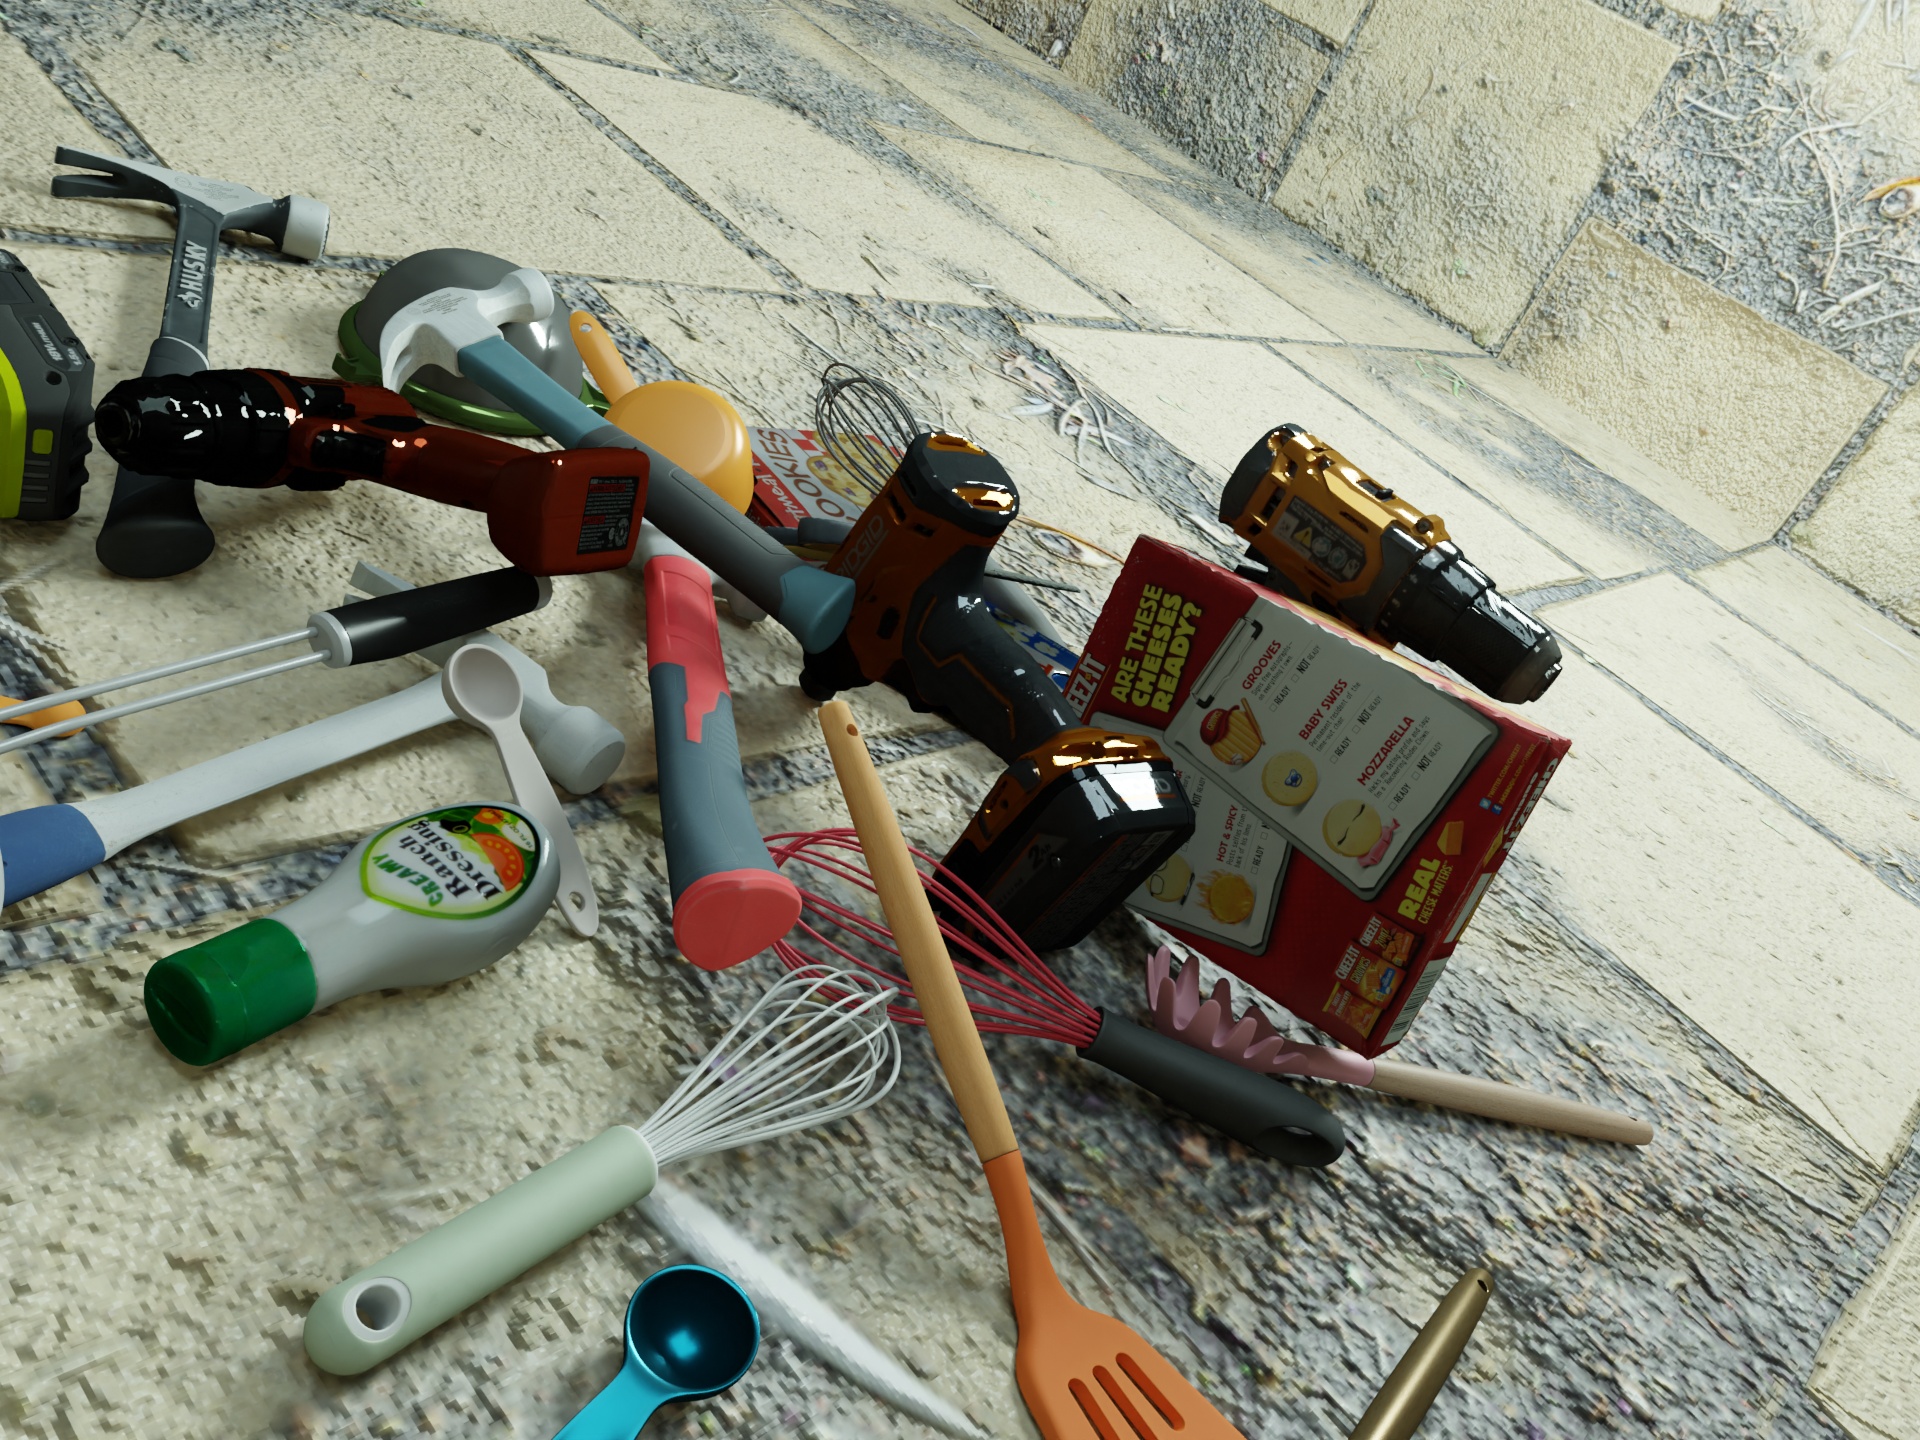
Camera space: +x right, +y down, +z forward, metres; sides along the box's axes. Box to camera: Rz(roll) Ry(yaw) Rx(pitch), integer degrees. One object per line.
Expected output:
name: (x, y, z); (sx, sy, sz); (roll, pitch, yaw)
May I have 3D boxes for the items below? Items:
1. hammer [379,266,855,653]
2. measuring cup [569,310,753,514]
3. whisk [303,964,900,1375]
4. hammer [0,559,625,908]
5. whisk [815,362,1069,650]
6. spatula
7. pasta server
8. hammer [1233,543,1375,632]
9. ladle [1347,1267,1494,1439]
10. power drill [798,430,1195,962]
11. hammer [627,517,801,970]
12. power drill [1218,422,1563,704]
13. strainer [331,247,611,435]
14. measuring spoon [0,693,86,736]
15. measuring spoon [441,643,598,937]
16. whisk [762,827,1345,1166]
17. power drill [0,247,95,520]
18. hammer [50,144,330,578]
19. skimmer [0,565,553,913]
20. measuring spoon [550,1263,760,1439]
hammer: (-0.174, -0.135, 0.805); (0.331, 0.033, 0.128); (37, 50, 25)
measuring cup: (-0.181, -0.179, 0.895); (0.095, 0.052, 0.174); (-27, 73, -17)
whisk: (-0.104, 0.143, 0.530); (0.246, 0.059, 0.058); (-23, 73, -48)
hammer: (-0.297, 0.032, 0.548); (0.144, 0.035, 0.405); (36, 30, 14)
whisk: (-0.005, -0.112, 0.943); (0.239, 0.055, 0.055); (51, 28, -8)
spatula: (0.012, 0.133, 0.582); (0.081, 0.041, 0.323); (-5, 66, -44)
pasta server: (0.220, 0.168, 0.768); (0.316, 0.040, 0.060); (17, 13, -22)
hammer: (0.244, -0.025, 1.095); (0.127, 0.034, 0.337); (27, 29, -3)
ladle: (0.131, 0.264, 0.551); (0.078, 0.062, 0.320); (49, 27, 18)
power drill: (-0.001, -0.002, 0.755); (0.084, 0.164, 0.227); (-2, 53, -42)
hammer: (-0.132, -0.016, 0.691); (0.143, 0.038, 0.387); (16, 20, -19)
power drill: (0.181, -0.013, 0.825); (0.185, 0.226, 0.084); (41, 32, 21)
strainer: (-0.238, -0.223, 0.964); (0.256, 0.069, 0.152); (16, 31, -18)
measuring spoon: (-0.380, -0.013, 0.573); (0.116, 0.011, 0.021); (13, 33, -25)
measuring spoon: (-0.174, 0.030, 0.626); (0.034, 0.018, 0.124); (-25, 93, -57)
whisk: (0.038, 0.122, 0.668); (0.295, 0.073, 0.073); (28, 29, -12)
power drill: (-0.467, -0.122, 0.607); (0.228, 0.080, 0.191); (-14, 49, -46)
hammer: (-0.406, -0.197, 0.819); (0.149, 0.036, 0.409); (10, 34, -28)
skimmer: (-0.249, -0.024, 0.550); (0.363, 0.090, 0.127); (-30, 95, -59)
measuring spoon: (-0.106, 0.210, 0.456); (0.042, 0.021, 0.128); (35, 39, 12)
